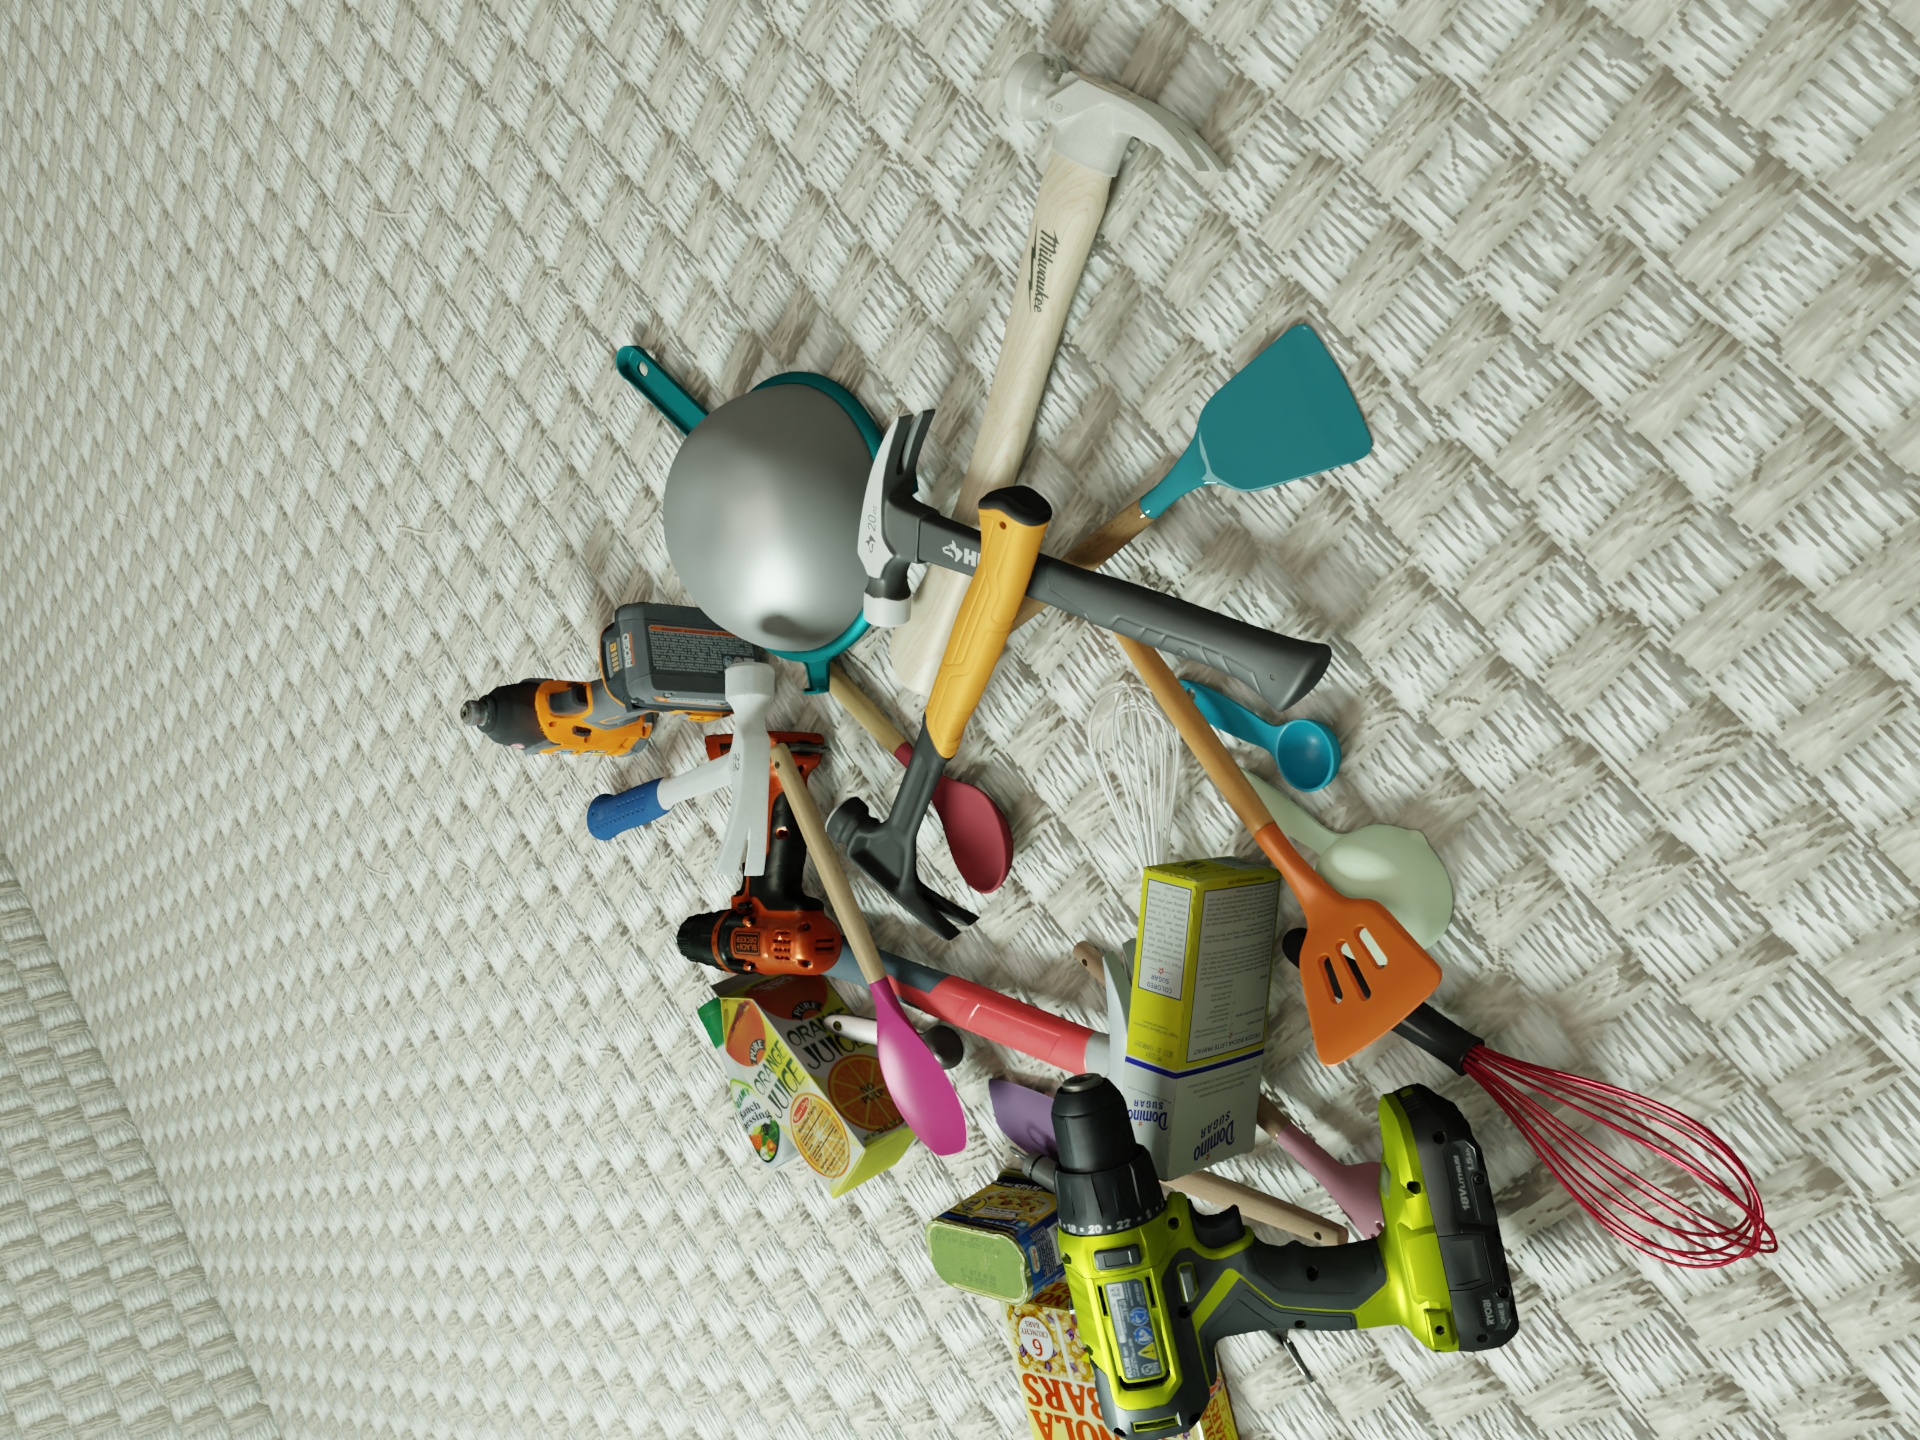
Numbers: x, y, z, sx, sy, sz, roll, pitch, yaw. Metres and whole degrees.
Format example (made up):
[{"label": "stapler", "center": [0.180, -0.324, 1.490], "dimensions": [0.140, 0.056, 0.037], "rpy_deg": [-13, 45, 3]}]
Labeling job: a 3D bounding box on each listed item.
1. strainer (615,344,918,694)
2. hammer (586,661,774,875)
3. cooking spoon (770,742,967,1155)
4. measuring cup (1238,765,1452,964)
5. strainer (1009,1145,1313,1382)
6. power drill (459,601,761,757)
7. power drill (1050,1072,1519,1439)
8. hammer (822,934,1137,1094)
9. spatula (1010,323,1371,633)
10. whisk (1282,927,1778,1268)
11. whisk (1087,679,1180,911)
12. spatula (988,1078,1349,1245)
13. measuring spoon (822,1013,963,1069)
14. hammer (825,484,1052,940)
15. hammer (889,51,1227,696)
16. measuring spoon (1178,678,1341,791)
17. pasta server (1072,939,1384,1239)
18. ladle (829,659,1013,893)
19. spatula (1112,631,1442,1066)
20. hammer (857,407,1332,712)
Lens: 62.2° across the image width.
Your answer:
[{"label": "strainer", "center": [-0.187, -0.183, 1.164], "dimensions": [0.341, 0.095, 0.211], "rpy_deg": [45, 125, 28]}, {"label": "hammer", "center": [-0.228, 0.062, 1.247], "dimensions": [0.405, 0.035, 0.144], "rpy_deg": [-19, 69, 62]}, {"label": "cooking spoon", "center": [-0.069, 0.163, 1.145], "dimensions": [0.069, 0.017, 0.319], "rpy_deg": [-29, 83, 45]}, {"label": "measuring cup", "center": [0.199, 0.075, 0.907], "dimensions": [0.168, 0.038, 0.083], "rpy_deg": [38, 126, 29]}, {"label": "strainer", "center": [0.130, 0.340, 1.043], "dimensions": [0.259, 0.050, 0.086], "rpy_deg": [23, 162, 37]}, {"label": "power drill", "center": [-0.282, -0.024, 1.267], "dimensions": [0.226, 0.164, 0.084], "rpy_deg": [-21, 73, 44]}, {"label": "power drill", "center": [0.165, 0.271, 0.857], "dimensions": [0.228, 0.080, 0.190], "rpy_deg": [-12, 91, 6]}, {"label": "hammer", "center": [-0.016, 0.182, 1.136], "dimensions": [0.386, 0.038, 0.143], "rpy_deg": [12, 115, 45]}, {"label": "spatula", "center": [0.106, -0.116, 0.958], "dimensions": [0.317, 0.044, 0.082], "rpy_deg": [-36, 77, 49]}, {"label": "whisk", "center": [0.287, 0.190, 0.843], "dimensions": [0.296, 0.073, 0.073], "rpy_deg": [33, 123, 40]}, {"label": "whisk", "center": [0.119, 0.096, 0.980], "dimensions": [0.059, 0.058, 0.246], "rpy_deg": [-173, 74, -81]}, {"label": "spatula", "center": [0.124, 0.293, 1.045], "dimensions": [0.316, 0.018, 0.059], "rpy_deg": [4, 111, 51]}, {"label": "measuring spoon", "center": [-0.055, 0.241, 1.203], "dimensions": [0.124, 0.018, 0.034], "rpy_deg": [6, 103, 28]}, {"label": "hammer", "center": [-0.002, -0.003, 1.006], "dimensions": [0.127, 0.034, 0.336], "rpy_deg": [40, 135, 21]}, {"label": "hammer", "center": [0.036, -0.186, 0.996], "dimensions": [0.146, 0.038, 0.410], "rpy_deg": [38, 126, 29]}, {"label": "measuring spoon", "center": [0.175, 0.002, 0.932], "dimensions": [0.129, 0.021, 0.042], "rpy_deg": [33, 123, 45]}, {"label": "pasta server", "center": [0.184, 0.233, 0.981], "dimensions": [0.316, 0.040, 0.060], "rpy_deg": [39, 127, 35]}, {"label": "ladle", "center": [-0.060, 0.006, 1.153], "dimensions": [0.316, 0.031, 0.069], "rpy_deg": [46, 131, 28]}, {"label": "spatula", "center": [0.156, 0.042, 0.901], "dimensions": [0.081, 0.041, 0.323], "rpy_deg": [-44, 57, 21]}, {"label": "hammer", "center": [0.069, -0.083, 0.949], "dimensions": [0.335, 0.035, 0.146], "rpy_deg": [24, 122, 35]}]
